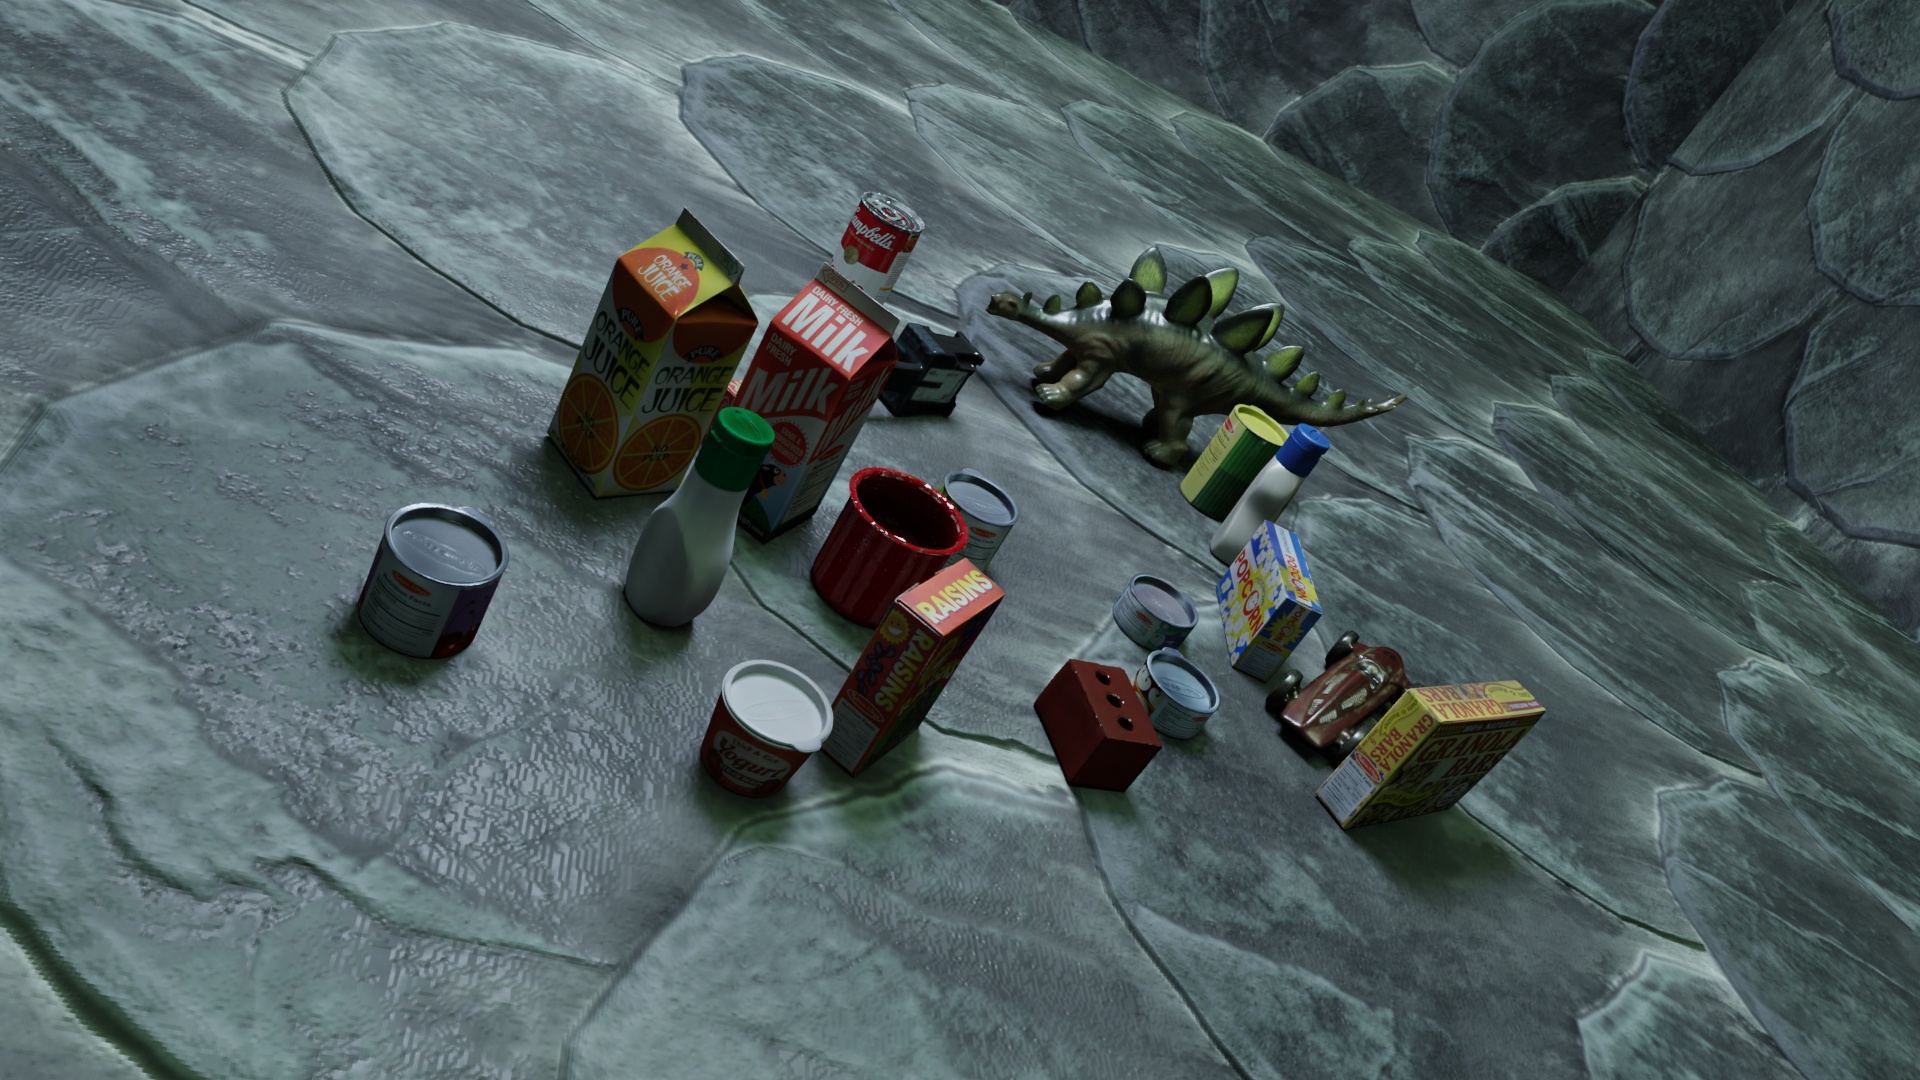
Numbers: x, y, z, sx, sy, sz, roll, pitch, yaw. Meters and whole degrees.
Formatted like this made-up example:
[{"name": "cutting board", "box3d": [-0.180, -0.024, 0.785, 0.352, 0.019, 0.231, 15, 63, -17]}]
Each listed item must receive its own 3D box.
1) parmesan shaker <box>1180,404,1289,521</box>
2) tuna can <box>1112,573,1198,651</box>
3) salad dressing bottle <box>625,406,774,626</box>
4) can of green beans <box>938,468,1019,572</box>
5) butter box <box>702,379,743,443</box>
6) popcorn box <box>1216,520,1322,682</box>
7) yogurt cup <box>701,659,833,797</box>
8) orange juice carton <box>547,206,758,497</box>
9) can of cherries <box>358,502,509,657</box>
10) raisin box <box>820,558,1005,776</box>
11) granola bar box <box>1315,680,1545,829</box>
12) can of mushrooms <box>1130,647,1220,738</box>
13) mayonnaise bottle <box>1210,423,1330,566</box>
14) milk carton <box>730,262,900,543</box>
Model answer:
[{"name": "parmesan shaker", "box3d": [0.278, -0.079, 1.411, 0.071, 0.102, 0.072, 24, 30, -15]}, {"name": "tuna can", "box3d": [0.164, 0.061, 1.162, 0.071, 0.032, 0.071, 24, 30, -15]}, {"name": "salad dressing bottle", "box3d": [-0.159, -0.014, 0.853, 0.044, 0.147, 0.064, -4, 45, -47]}, {"name": "can of green beans", "box3d": [0.004, -0.012, 1.097, 0.071, 0.057, 0.071, 24, 30, -15]}, {"name": "butter box", "box3d": [-0.156, -0.103, 1.088, 0.024, 0.053, 0.104, 42, 31, 18]}, {"name": "popcorn box", "box3d": [0.269, 0.051, 1.222, 0.038, 0.084, 0.127, 25, 30, -13]}, {"name": "yogurt cup", "box3d": [-0.115, 0.111, 0.802, 0.072, 0.053, 0.073, 24, 30, -15]}, {"name": "orange juice carton", "box3d": [-0.202, -0.125, 0.936, 0.073, 0.191, 0.072, -9, 48, -50]}, {"name": "can of cherries", "box3d": [-0.290, 0.021, 0.768, 0.071, 0.058, 0.072, 24, 30, -15]}, {"name": "raisin box", "box3d": [-0.032, 0.077, 0.860, 0.040, 0.122, 0.086, 40, 30, 13]}, {"name": "granola bar box", "box3d": [0.376, 0.169, 1.105, 0.166, 0.123, 0.039, 2, 41, -42]}, {"name": "can of mushrooms", "box3d": [0.164, 0.118, 1.075, 0.071, 0.033, 0.071, 24, 30, -15]}, {"name": "mayonnaise bottle", "box3d": [0.296, -0.044, 1.328, 0.041, 0.147, 0.065, 36, 29, 8]}, {"name": "milk carton", "box3d": [-0.110, -0.099, 0.985, 0.072, 0.189, 0.074, 38, 29, 10]}]
